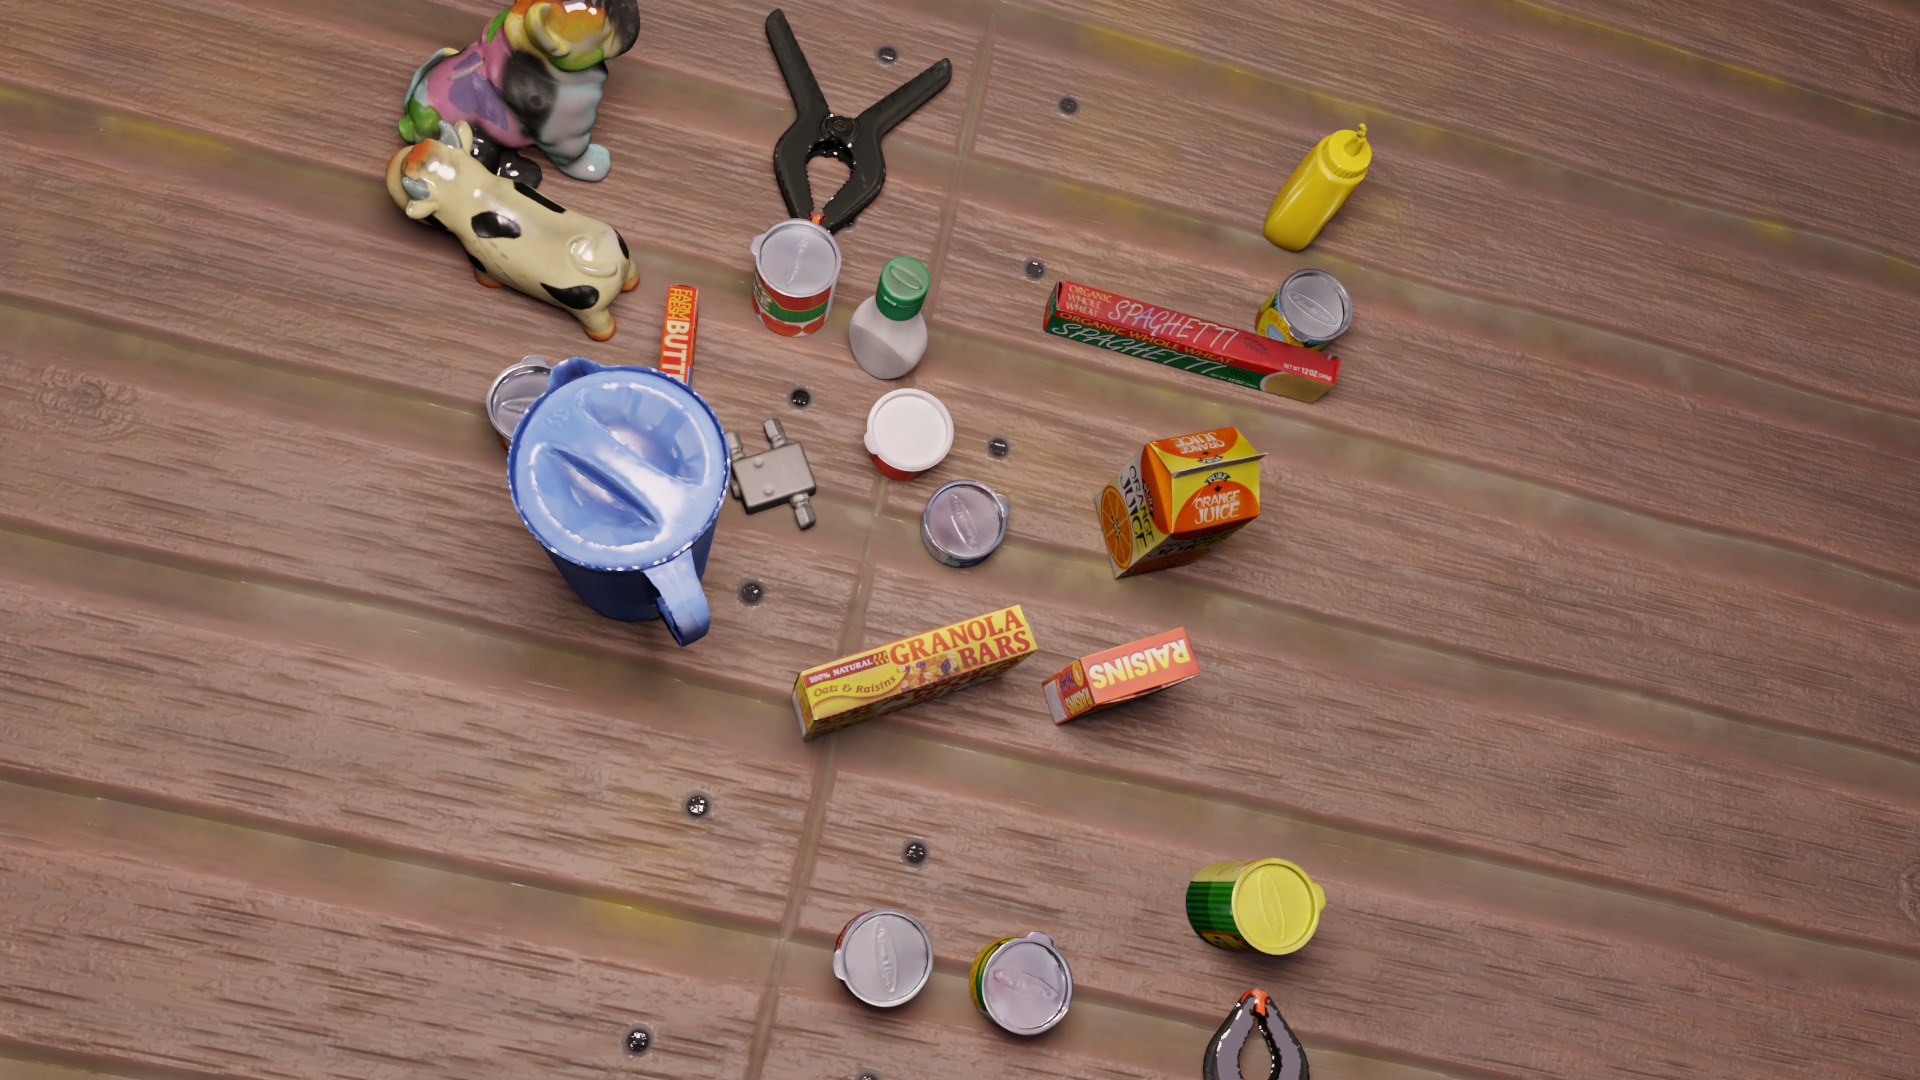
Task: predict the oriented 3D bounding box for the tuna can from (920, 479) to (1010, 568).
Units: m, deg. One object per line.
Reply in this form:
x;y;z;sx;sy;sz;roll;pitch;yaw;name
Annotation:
0.004;-0.014;1.108;0.071;0.032;0.071;3;75;-10;tuna can

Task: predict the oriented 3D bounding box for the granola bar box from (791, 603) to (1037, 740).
-0.038;0.097;1.021;0.166;0.124;0.039;-16;79;-14;granola bar box

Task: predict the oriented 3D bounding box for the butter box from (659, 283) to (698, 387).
-0.222;-0.144;1.091;0.024;0.053;0.104;5;74;-9;butter box

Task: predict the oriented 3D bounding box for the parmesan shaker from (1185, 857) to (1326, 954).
0.217;0.271;1.032;0.071;0.102;0.071;3;75;-10;parmesan shaker

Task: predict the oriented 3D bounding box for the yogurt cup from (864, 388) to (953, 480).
-0.043;-0.081;1.106;0.072;0.053;0.072;3;75;-10;yogurt cup

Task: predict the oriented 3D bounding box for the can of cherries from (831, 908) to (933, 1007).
-0.059;0.298;0.997;0.071;0.058;0.071;3;75;-10;can of cherries

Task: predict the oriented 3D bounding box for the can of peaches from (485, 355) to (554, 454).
-0.322;-0.097;1.057;0.071;0.058;0.071;3;75;-10;can of peaches

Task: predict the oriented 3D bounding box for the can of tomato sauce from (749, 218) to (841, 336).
-0.134;-0.208;1.109;0.071;0.083;0.071;3;75;-10;can of tomato sauce

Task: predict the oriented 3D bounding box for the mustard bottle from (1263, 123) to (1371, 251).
0.308;-0.304;1.176;0.049;0.159;0.065;27;72;-2;mustard bottle

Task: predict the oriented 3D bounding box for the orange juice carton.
0.167;-0.031;1.058;0.072;0.192;0.073;-11;78;-13;orange juice carton

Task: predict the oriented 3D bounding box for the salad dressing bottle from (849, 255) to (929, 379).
-0.052;-0.172;1.080;0.064;0.147;0.044;35;72;0;salad dressing bottle

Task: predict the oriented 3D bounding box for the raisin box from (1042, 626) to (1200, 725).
0.118;0.104;1.049;0.086;0.123;0.040;-15;79;-14;raisin box

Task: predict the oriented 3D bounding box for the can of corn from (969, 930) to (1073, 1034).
0.044;0.320;1.010;0.071;0.058;0.071;3;75;-10;can of corn

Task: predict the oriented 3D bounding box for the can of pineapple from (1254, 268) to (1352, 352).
0.293;-0.191;1.196;0.071;0.057;0.071;3;75;-10;can of pineapple

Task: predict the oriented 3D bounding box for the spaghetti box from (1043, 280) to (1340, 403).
0.194;-0.167;1.175;0.250;0.050;0.029;14;73;-6;spaghetti box
